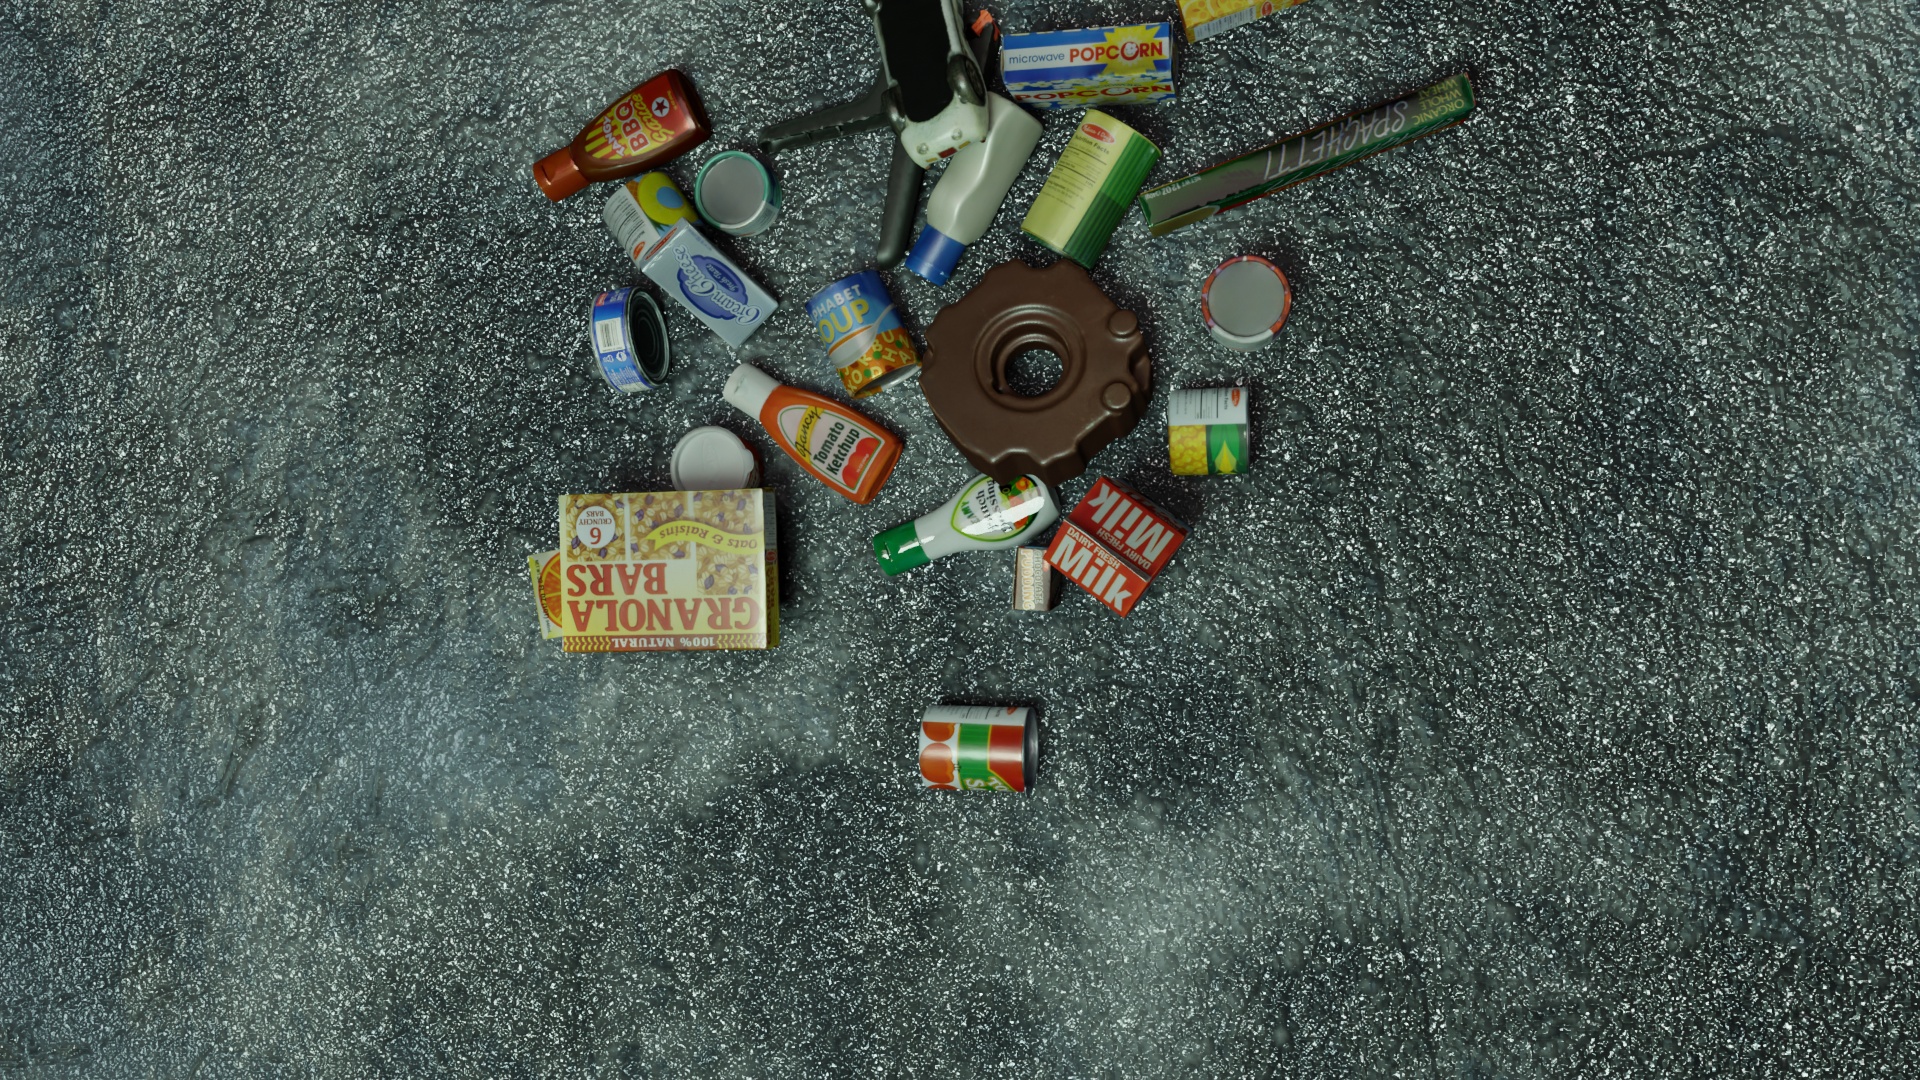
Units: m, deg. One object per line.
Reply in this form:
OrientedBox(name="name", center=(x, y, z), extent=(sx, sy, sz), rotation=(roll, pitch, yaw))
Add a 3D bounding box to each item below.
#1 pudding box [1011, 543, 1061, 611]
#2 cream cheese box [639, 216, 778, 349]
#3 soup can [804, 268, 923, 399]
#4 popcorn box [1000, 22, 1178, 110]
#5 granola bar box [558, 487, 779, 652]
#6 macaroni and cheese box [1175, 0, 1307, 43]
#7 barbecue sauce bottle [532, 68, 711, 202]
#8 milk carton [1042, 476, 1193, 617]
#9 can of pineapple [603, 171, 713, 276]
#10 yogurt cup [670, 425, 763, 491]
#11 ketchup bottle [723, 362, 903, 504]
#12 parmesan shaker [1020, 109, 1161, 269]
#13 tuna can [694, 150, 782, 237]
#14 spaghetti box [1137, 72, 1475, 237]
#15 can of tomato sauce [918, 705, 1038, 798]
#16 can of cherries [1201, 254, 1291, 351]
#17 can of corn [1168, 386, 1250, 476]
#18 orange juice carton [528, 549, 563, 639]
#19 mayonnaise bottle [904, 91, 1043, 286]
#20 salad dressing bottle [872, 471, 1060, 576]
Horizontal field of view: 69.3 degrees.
OrientedBox(name="pudding box", center=(0.060, 0.027, 1.067), extent=(0.030, 0.084, 0.049), rotation=(3, 91, 9))
OrientedBox(name="cream cheese box", center=(-0.202, -0.207, 1.120), extent=(0.053, 0.024, 0.103), rotation=(-44, 125, 9))
OrientedBox(name="soup can", center=(-0.078, -0.163, 1.101), extent=(0.071, 0.071, 0.084), rotation=(-27, 86, 11))
OrientedBox(name="popcorn box", center=(0.100, -0.358, 1.053), extent=(0.127, 0.085, 0.038), rotation=(0, 92, 12))
OrientedBox(name="granola bar box", center=(-0.225, 0.023, 1.076), extent=(0.165, 0.039, 0.124), rotation=(-2, 90, 11))
OrientedBox(name="macaroni and cheese box", center=(0.234, -0.465, 1.045), extent=(0.166, 0.040, 0.123), rotation=(-17, 88, 12))
OrientedBox(name="barbecue sauce bottle", center=(-0.284, -0.331, 1.158), extent=(0.148, 0.044, 0.065), rotation=(-24, 87, 12))
OrientedBox(name="milk carton", center=(0.115, 0.003, 1.000), extent=(0.072, 0.191, 0.073), rotation=(36, 99, 9))
OrientedBox(name="can of pineapple", center=(-0.249, -0.260, 1.141), extent=(0.071, 0.071, 0.058), rotation=(-36, 83, 11))
OrientedBox(name="yogurt cup", center=(-0.196, -0.059, 1.136), extent=(0.072, 0.054, 0.072), rotation=(0, 91, 12))
OrientedBox(name="ketchup bottle", center=(-0.122, -0.092, 1.126), extent=(0.149, 0.043, 0.064), rotation=(32, 97, 11))
OrientedBox(name="parmesan shaker", center=(0.097, -0.269, 1.066), extent=(0.071, 0.071, 0.103), rotation=(32, 98, 10))
OrientedBox(name="tuna can", center=(-0.184, -0.287, 1.142), extent=(0.071, 0.033, 0.071), rotation=(0, 91, 12))
OrientedBox(name="spaghetti box", center=(0.256, -0.286, 1.038), extent=(0.250, 0.050, 0.028), rotation=(-19, 89, 12))
OrientedBox(name="can of tomato sauce", center=(0.015, 0.165, 1.087), extent=(0.083, 0.071, 0.071), rotation=(0, 91, 13))
OrientedBox(name="can of cherries", center=(0.214, -0.180, 1.044), extent=(0.071, 0.058, 0.071), rotation=(0, 92, 12))
OrientedBox(name="can of corn", center=(0.189, -0.080, 1.048), extent=(0.058, 0.071, 0.071), rotation=(-1, 91, 13))
OrientedBox(name="orange juice carton", center=(-0.245, 0.028, 1.138), extent=(0.192, 0.073, 0.072), rotation=(-11, 88, 12))
OrientedBox(name="mayonnaise bottle", center=(0.007, -0.272, 1.087), extent=(0.041, 0.065, 0.147), rotation=(37, 102, 27))
OrientedBox(name="salad dressing bottle", center=(0.004, -0.014, 1.099), extent=(0.147, 0.044, 0.064), rotation=(-22, 83, 12))
